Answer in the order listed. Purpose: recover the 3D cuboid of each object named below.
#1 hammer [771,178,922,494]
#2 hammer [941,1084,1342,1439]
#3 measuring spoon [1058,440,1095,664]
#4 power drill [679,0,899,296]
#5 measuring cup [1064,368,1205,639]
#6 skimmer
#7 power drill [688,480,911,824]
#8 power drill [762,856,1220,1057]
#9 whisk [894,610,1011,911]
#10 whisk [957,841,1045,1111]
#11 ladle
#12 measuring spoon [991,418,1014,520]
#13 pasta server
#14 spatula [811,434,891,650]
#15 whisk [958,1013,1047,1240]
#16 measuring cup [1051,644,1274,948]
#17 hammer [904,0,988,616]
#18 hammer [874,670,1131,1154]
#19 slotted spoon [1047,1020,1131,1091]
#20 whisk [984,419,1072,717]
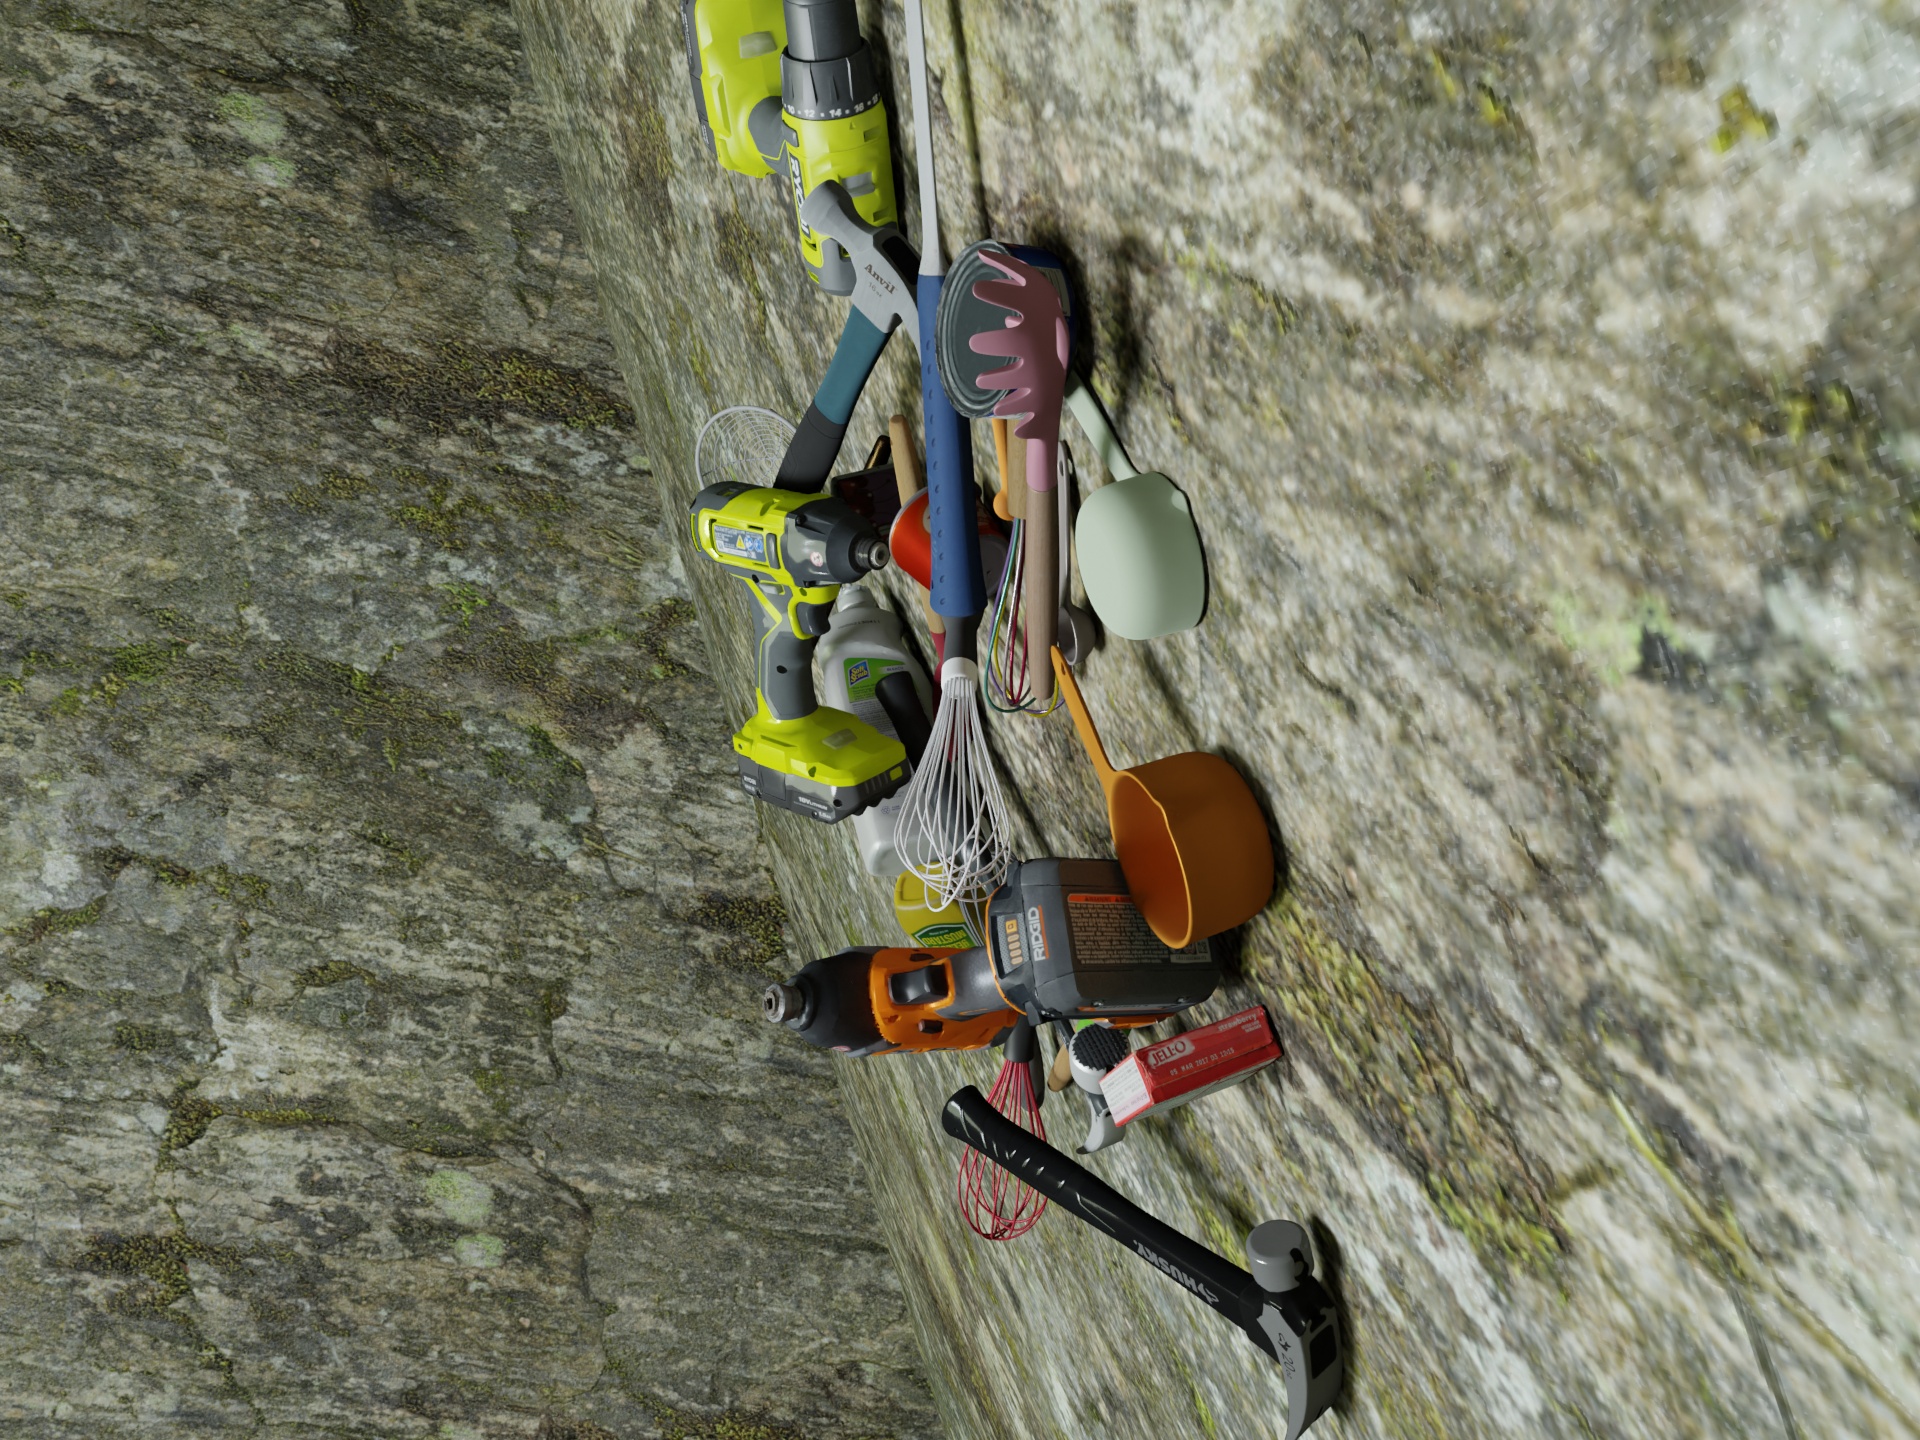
[{"bbox_3d":[-0.089,-0.201,1.057,0.128,0.033,0.331,44,148,4],"label":"hammer"},{"bbox_3d":[0.093,0.299,0.949,0.335,0.035,0.146,17,130,53],"label":"hammer"},{"bbox_3d":[0.062,-0.090,0.860,0.034,0.018,0.124,-131,34,-65],"label":"measuring spoon"},{"bbox_3d":[-0.108,-0.403,1.022,0.229,0.080,0.190,-125,21,-45],"label":"power drill"},{"bbox_3d":[0.064,-0.111,0.761,0.083,0.038,0.168,97,151,-60],"label":"measuring cup"},{"bbox_3d":[-0.138,-0.141,1.425,0.127,0.090,0.364,-55,47,32],"label":"skimmer"},{"bbox_3d":[-0.105,-0.049,1.110,0.171,0.080,0.223,16,123,41],"label":"power drill"},{"bbox_3d":[0.008,0.137,0.860,0.226,0.164,0.084,-27,64,47],"label":"power drill"},{"bbox_3d":[-0.002,-0.002,0.969,0.070,0.070,0.285,87,-177,-45],"label":"whisk"},{"bbox_3d":[0.037,0.199,1.203,0.055,0.055,0.238,-135,31,-63],"label":"whisk"},{"bbox_3d":[-0.019,-0.083,1.088,0.315,0.031,0.069,79,169,-49],"label":"ladle"},{"bbox_3d":[0.019,-0.170,0.928,0.021,0.011,0.116,-129,25,-57],"label":"measuring spoon"},{"bbox_3d":[0.033,-0.102,0.789,0.316,0.040,0.060,85,-170,-57],"label":"pasta server"},{"bbox_3d":[-0.105,-0.079,1.253,0.317,0.044,0.082,-66,33,26],"label":"spatula"},{"bbox_3d":[0.041,0.266,1.185,0.073,0.073,0.295,-134,45,-62],"label":"whisk"},{"bbox_3d":[0.097,0.025,0.774,0.095,0.052,0.174,94,158,-56],"label":"measuring cup"},{"bbox_3d":[-0.014,-0.248,0.846,0.144,0.035,0.405,-132,33,-60],"label":"hammer"},{"bbox_3d":[0.020,0.110,1.082,0.149,0.036,0.409,81,165,-47],"label":"hammer"},{"bbox_3d":[0.084,0.219,1.109,0.313,0.031,0.070,99,152,-65],"label":"slotted spoon"},{"bbox_3d":[0.034,-0.100,0.894,0.047,0.051,0.244,-114,17,-50],"label":"whisk"}]
